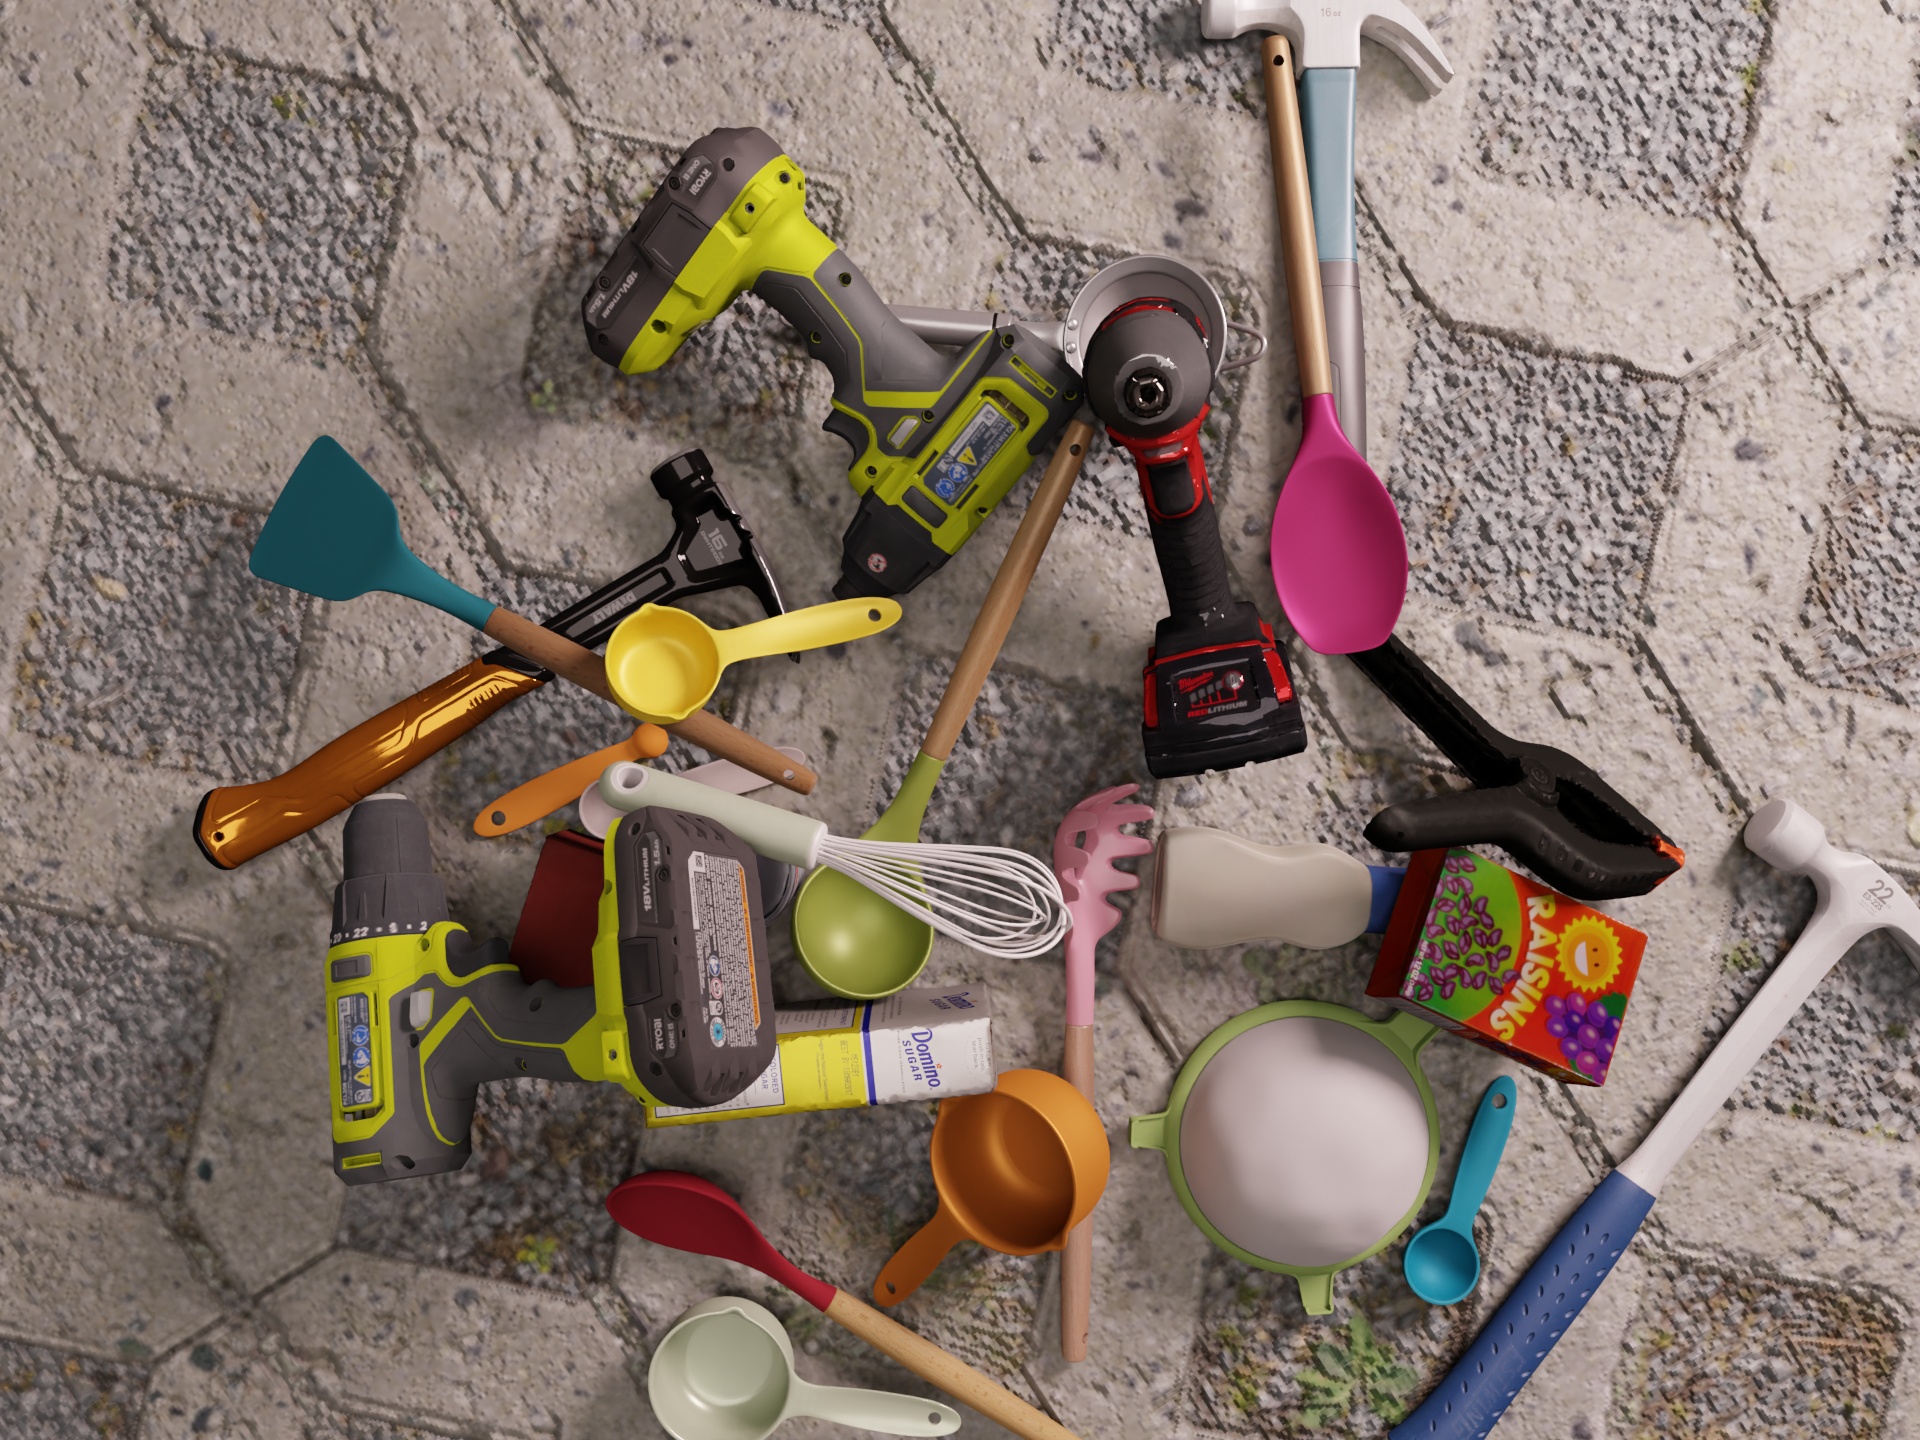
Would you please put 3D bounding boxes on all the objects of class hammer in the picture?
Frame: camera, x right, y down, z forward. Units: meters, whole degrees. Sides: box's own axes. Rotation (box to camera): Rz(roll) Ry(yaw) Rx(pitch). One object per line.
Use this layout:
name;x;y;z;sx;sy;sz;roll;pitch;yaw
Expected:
hammer;0.376;0.245;0.857;0.144;0.035;0.405;37;91;-1
hammer;-0.252;-0.009;0.848;0.337;0.034;0.127;-30;90;0
hammer;0.196;-0.229;0.848;0.128;0.033;0.331;-1;91;1

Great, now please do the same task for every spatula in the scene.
spatula;-0.216;-0.041;0.820;0.317;0.044;0.082;28;89;-4

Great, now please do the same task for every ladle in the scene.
ladle;-0.049;0.326;0.856;0.315;0.031;0.069;33;132;-4
ladle;-0.001;-0.003;0.813;0.078;0.062;0.320;22;101;-15

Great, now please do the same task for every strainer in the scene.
strainer;0.031;-0.207;0.844;0.258;0.050;0.087;6;96;5
strainer;0.223;0.190;0.837;0.151;0.069;0.256;44;92;-1

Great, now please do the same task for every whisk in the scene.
whisk;-0.063;0.065;0.785;0.246;0.059;0.058;17;56;6

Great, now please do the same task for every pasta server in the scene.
pasta server;0.070;0.190;0.852;0.040;0.060;0.316;4;94;40

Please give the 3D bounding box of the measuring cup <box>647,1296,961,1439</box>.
measuring cup;-0.082;0.357;0.856;0.167;0.038;0.083;11;91;-3

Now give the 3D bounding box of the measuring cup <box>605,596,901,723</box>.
measuring cup;-0.105;-0.037;0.813;0.156;0.029;0.062;-14;78;-21

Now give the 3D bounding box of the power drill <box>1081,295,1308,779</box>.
power drill;0.109;-0.091;0.774;0.078;0.143;0.219;-11;108;11

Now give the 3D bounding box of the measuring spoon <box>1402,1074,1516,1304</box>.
measuring spoon;0.275;0.254;0.869;0.042;0.021;0.128;24;82;-2

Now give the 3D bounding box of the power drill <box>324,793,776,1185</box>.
power drill;-0.211;0.114;0.767;0.228;0.080;0.191;-14;75;22

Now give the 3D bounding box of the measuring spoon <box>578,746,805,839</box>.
measuring spoon;-0.144;0.035;0.862;0.124;0.018;0.034;-15;97;-7

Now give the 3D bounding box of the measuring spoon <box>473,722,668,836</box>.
measuring spoon;-0.211;0.033;0.859;0.117;0.011;0.021;-27;91;0

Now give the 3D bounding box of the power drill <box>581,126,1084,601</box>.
power drill;-0.072;-0.175;0.814;0.223;0.080;0.171;39;109;-7

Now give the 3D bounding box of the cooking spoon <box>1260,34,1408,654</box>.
cooking spoon;0.182;-0.193;0.823;0.069;0.017;0.319;-7;92;11

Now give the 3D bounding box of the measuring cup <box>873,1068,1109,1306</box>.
measuring cup;0.012;0.254;0.845;0.095;0.052;0.173;48;121;18
